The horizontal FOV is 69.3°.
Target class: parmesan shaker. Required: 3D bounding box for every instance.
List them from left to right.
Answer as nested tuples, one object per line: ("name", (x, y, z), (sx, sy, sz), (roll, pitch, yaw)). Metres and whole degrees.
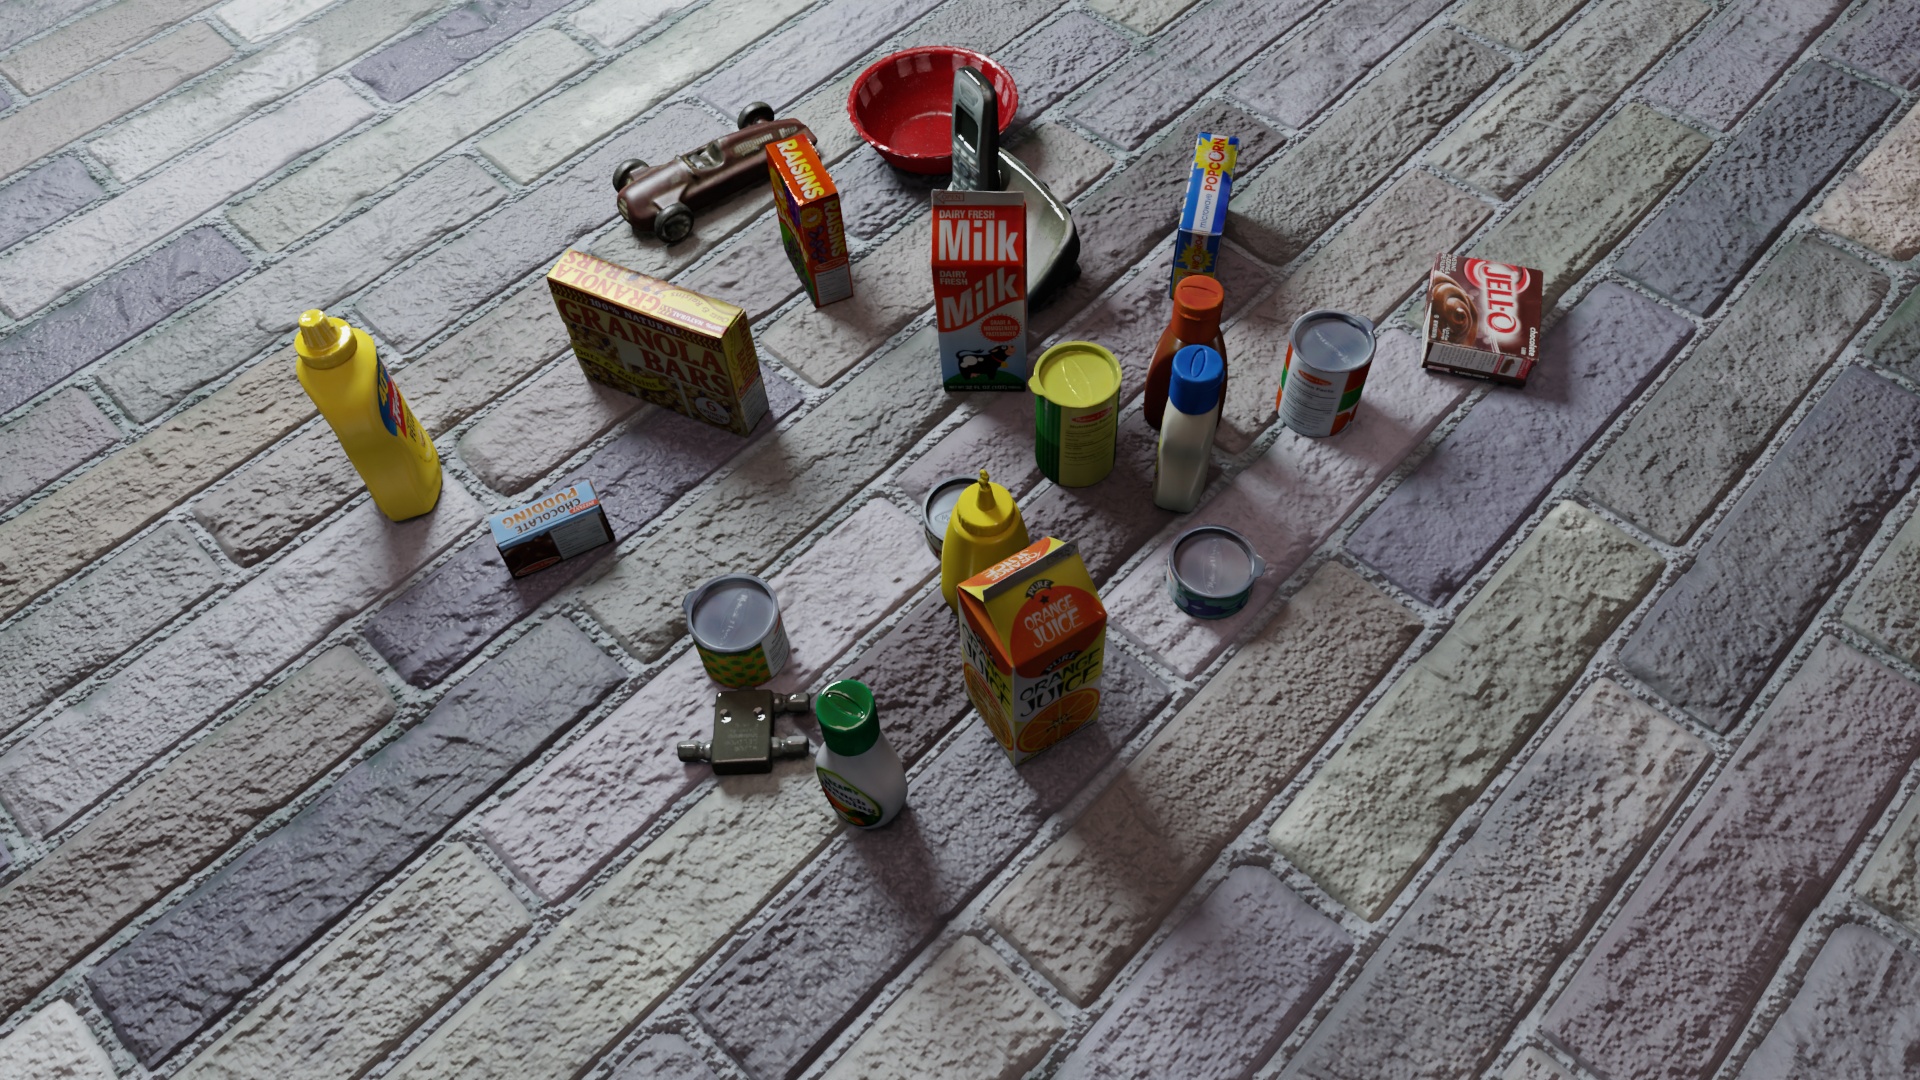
("parmesan shaker", (0.088, -0.096, 1.085), (0.071, 0.102, 0.071), (-1, 56, 2))

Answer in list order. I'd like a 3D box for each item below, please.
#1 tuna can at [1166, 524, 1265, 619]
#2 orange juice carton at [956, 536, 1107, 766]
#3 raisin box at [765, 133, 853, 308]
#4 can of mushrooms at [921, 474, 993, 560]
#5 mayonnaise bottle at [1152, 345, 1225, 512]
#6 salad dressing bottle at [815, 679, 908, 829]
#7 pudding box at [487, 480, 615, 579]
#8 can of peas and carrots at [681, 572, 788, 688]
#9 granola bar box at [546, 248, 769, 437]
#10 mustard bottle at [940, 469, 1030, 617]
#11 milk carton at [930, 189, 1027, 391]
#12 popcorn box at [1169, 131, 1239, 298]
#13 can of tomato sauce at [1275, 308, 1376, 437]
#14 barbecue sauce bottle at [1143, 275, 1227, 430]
("tuna can", (0.191, 0.024, 1.041), (0.071, 0.032, 0.071), (-1, 56, 2))
("orange juice carton", (0.046, 0.067, 0.922), (0.072, 0.191, 0.073), (-27, 59, -15))
("raisin box", (-0.130, -0.276, 1.204), (0.040, 0.122, 0.086), (-21, 58, -11))
("can of mushrooms", (0.004, -0.013, 1.074), (0.071, 0.033, 0.071), (-1, 56, 2))
("mayonnaise bottle", (0.172, -0.086, 1.047), (0.041, 0.147, 0.065), (13, 58, 11))
("salad dressing bottle", (-0.068, 0.140, 0.904), (0.064, 0.147, 0.044), (28, 62, 19))
("pudding box", (-0.316, -0.008, 1.075), (0.084, 0.049, 0.030), (-24, 58, -13))
("can of peas and carrots", (-0.164, 0.066, 1.012), (0.071, 0.058, 0.071), (-1, 56, 2))
("granola bar box", (-0.244, -0.159, 1.129), (0.166, 0.123, 0.039), (21, 59, 16))
("mustard bottle", (0.018, 0.003, 0.986), (0.065, 0.159, 0.049), (-37, 62, -20))
("milk carton", (0.017, -0.207, 1.110), (0.072, 0.189, 0.074), (1, 56, 4))
("popcorn box", (0.213, -0.282, 1.216), (0.038, 0.084, 0.127), (10, 57, 9))
("can of tomato sauce", (0.293, -0.134, 1.114), (0.071, 0.082, 0.071), (-1, 56, 2))
("barbecue sauce bottle", (0.179, -0.142, 1.084), (0.065, 0.147, 0.044), (17, 58, 13))
